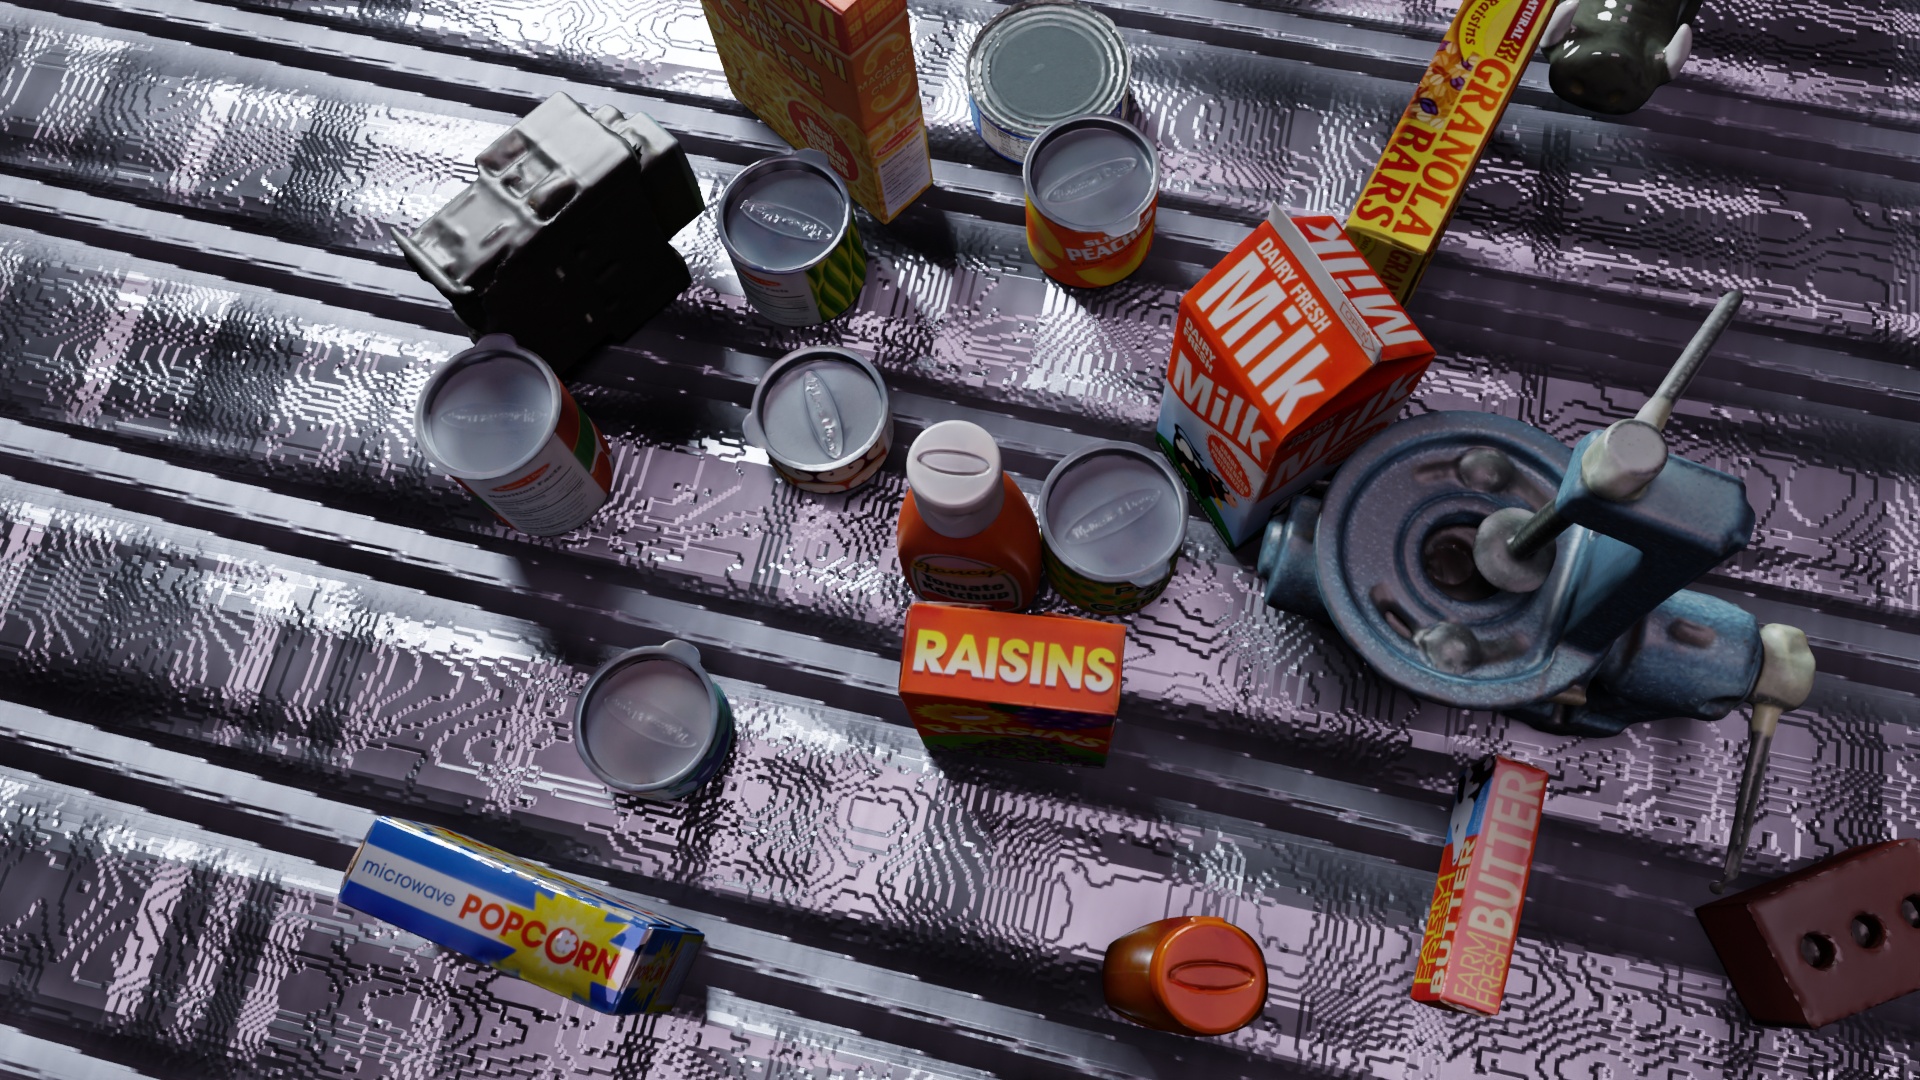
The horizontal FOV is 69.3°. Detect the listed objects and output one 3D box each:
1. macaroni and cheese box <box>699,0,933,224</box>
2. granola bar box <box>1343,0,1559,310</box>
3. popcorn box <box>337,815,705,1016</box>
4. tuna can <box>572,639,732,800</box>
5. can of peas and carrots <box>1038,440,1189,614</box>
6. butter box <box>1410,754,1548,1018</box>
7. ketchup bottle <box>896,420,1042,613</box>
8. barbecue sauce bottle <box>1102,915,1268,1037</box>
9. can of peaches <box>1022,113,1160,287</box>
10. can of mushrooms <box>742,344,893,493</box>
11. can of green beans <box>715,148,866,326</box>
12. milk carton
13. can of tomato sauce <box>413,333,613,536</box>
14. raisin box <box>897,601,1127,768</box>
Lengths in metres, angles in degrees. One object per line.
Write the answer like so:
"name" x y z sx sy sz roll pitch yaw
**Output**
"macaroni and cheese box" -0.075 -0.241 0.667 0.124 0.166 0.040 43 79 15
"granola bar box" 0.218 -0.173 0.647 0.039 0.124 0.166 27 75 12
"popcorn box" -0.180 0.158 0.582 0.127 0.085 0.038 19 74 10
"tuna can" -0.138 0.081 0.632 0.071 0.032 0.071 -1 71 3
"can of peas and carrots" 0.070 -0.002 0.633 0.071 0.058 0.071 -1 71 3
"butter box" 0.215 0.144 0.577 0.024 0.053 0.104 17 73 9
"ketchup bottle" 0.002 -0.007 0.592 0.065 0.148 0.043 7 73 6
"barbecue sauce bottle" 0.088 0.166 0.528 0.065 0.148 0.044 1 72 4
"can of peaches" 0.065 -0.165 0.689 0.071 0.058 0.071 -1 71 3
"can of mushrooms" -0.068 -0.058 0.675 0.071 0.033 0.071 -1 71 3
"can of green beans" -0.083 -0.148 0.693 0.071 0.057 0.071 -1 71 3
"milk carton" 0.136 -0.067 0.581 0.073 0.190 0.072 -29 72 -6
"can of tomato sauce" -0.207 -0.047 0.654 0.071 0.083 0.071 -1 72 4
"raisin box" 0.024 0.063 0.580 0.086 0.123 0.040 6 72 6
